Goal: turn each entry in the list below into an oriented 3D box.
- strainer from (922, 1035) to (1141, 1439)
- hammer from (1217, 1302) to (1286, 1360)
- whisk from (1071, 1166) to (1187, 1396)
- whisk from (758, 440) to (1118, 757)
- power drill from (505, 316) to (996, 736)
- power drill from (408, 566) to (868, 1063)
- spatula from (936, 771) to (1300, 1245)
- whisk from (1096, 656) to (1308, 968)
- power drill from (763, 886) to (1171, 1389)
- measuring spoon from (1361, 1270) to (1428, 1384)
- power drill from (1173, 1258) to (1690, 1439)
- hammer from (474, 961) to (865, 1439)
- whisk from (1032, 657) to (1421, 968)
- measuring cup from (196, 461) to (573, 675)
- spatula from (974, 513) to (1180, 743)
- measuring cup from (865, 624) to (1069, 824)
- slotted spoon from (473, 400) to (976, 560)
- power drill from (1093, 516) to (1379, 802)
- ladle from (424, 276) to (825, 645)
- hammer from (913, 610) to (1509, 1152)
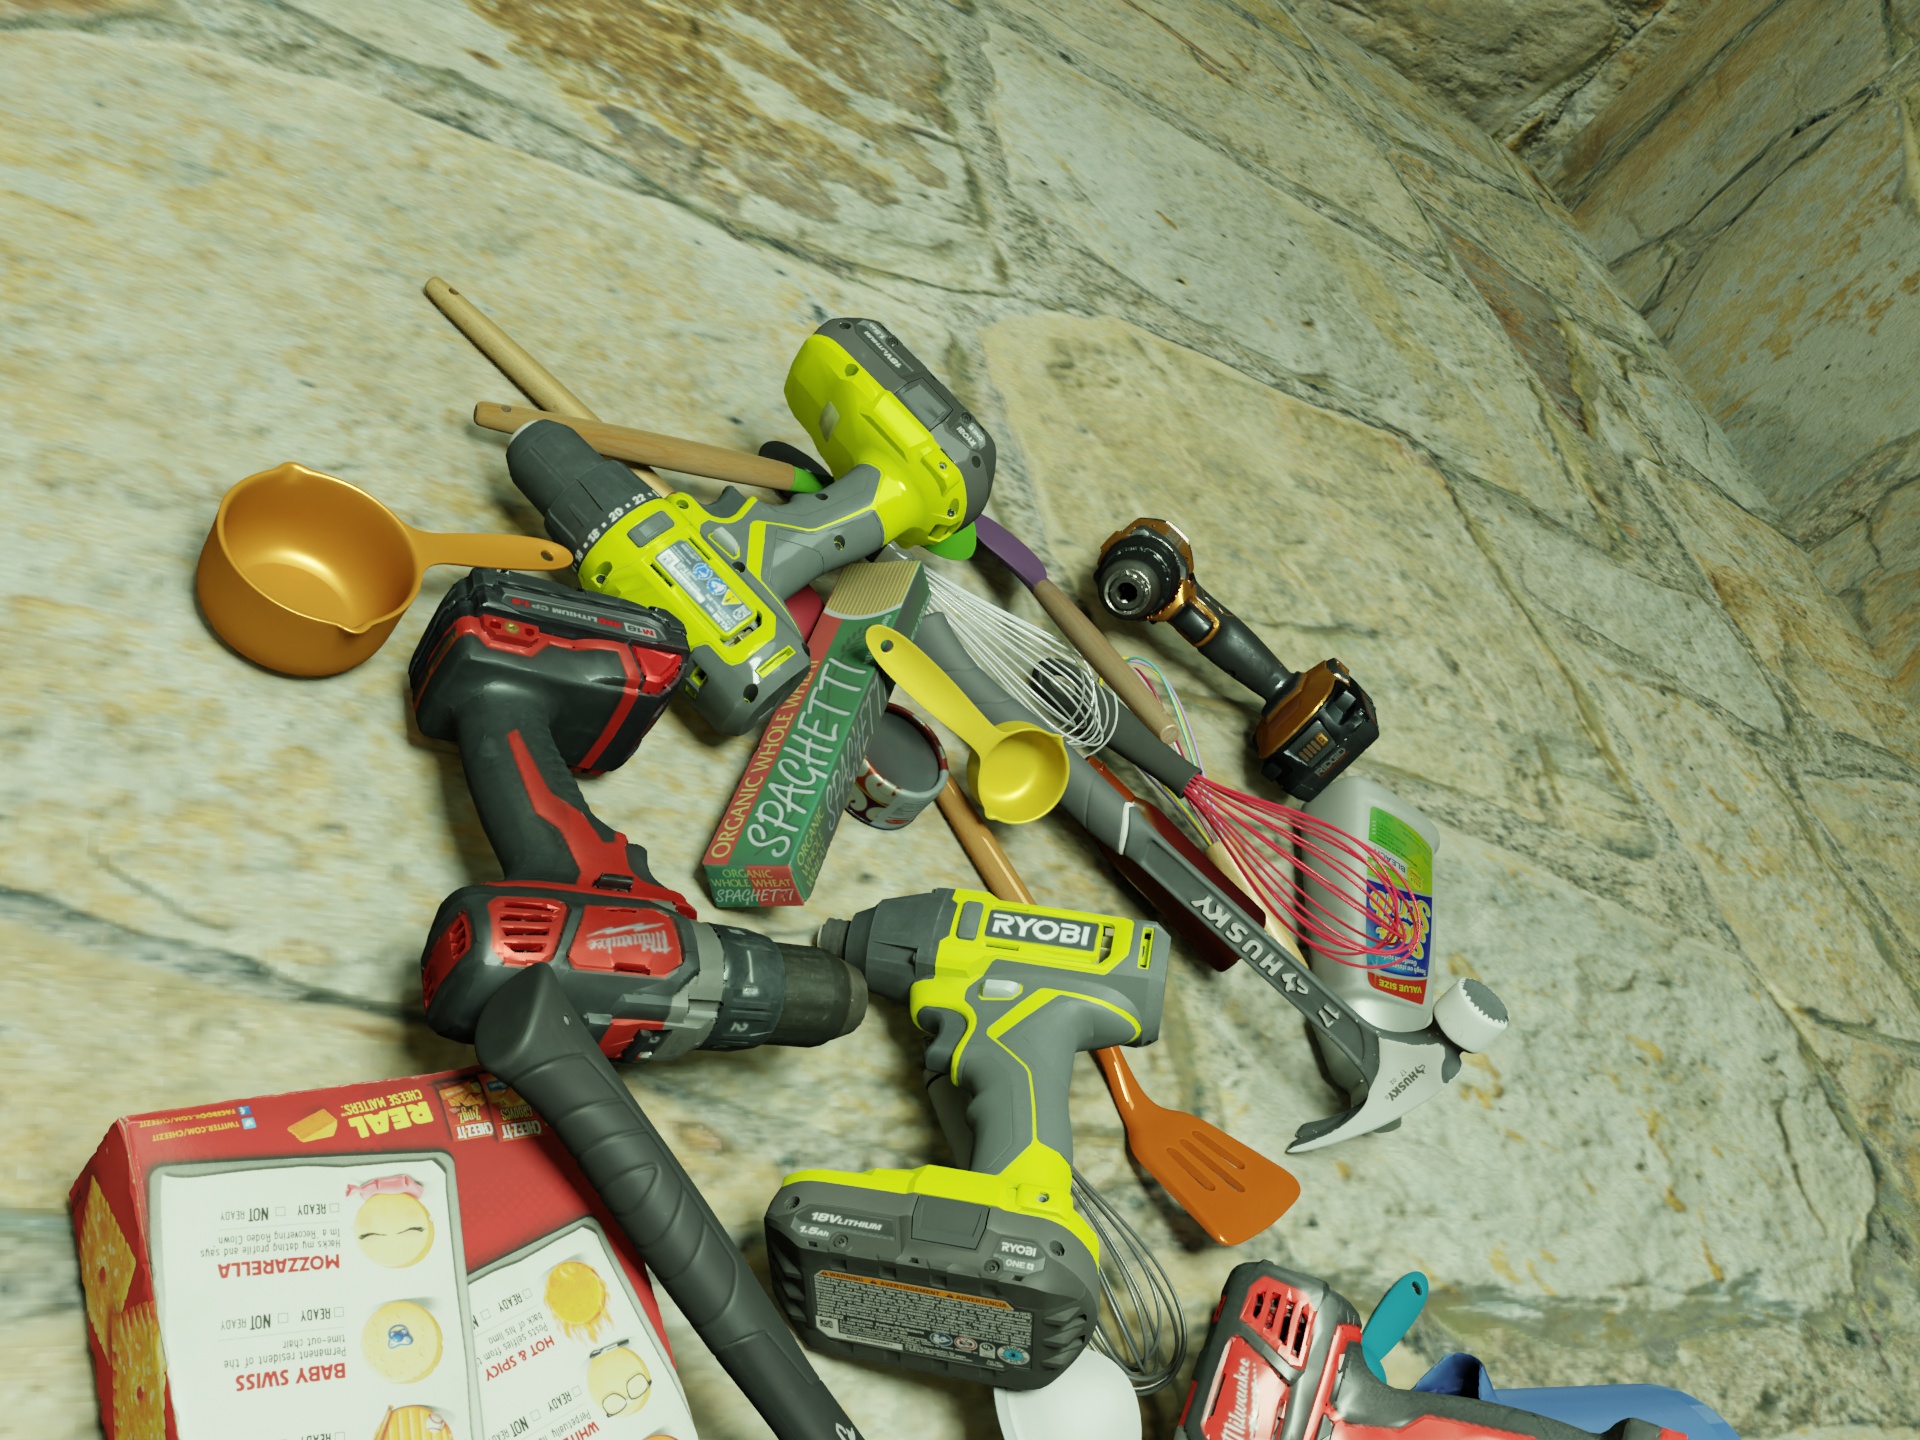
[{"bbox_3d":[0.027,0.245,0.710,0.086,0.050,0.259,29,26,-44],"label":"strainer"},{"bbox_3d":[0.093,0.382,0.669,0.127,0.034,0.337,41,36,-9],"label":"hammer"},{"bbox_3d":[0.043,0.210,0.777,0.055,0.055,0.239,3,50,-43],"label":"whisk"},{"bbox_3d":[-0.017,-0.080,0.990,0.284,0.070,0.070,41,36,3],"label":"whisk"},{"bbox_3d":[-0.109,-0.123,0.856,0.190,0.080,0.228,47,57,4],"label":"power drill"},{"bbox_3d":[-0.144,0.049,0.694,0.187,0.080,0.227,13,39,-36],"label":"power drill"},{"bbox_3d":[0.065,0.139,0.871,0.081,0.041,0.323,-13,64,-49],"label":"spatula"},{"bbox_3d":[0.162,0.060,1.042,0.047,0.051,0.245,-4,61,-53],"label":"whisk"},{"bbox_3d":[-0.002,0.169,0.713,0.171,0.080,0.223,7,38,9],"label":"power drill"},{"bbox_3d":[0.234,0.332,0.864,0.128,0.021,0.042,-22,72,-51],"label":"measuring spoon"},{"bbox_3d":[0.193,0.325,0.645,0.220,0.078,0.143,15,61,22],"label":"power drill"},{"bbox_3d":[-0.065,0.230,0.570,0.334,0.035,0.146,57,15,-6],"label":"hammer"},{"bbox_3d":[0.160,0.051,0.996,0.296,0.073,0.073,38,33,18],"label":"whisk"},{"bbox_3d":[-0.263,-0.065,0.737,0.173,0.052,0.095,-5,59,-49],"label":"measuring cup"},{"bbox_3d":[0.064,-0.070,1.000,0.059,0.018,0.316,20,21,-31],"label":"spatula"},{"bbox_3d":[-0.001,-0.003,0.877,0.156,0.062,0.029,44,-4,-26],"label":"measuring cup"},{"bbox_3d":[-0.122,-0.144,0.920,0.313,0.031,0.070,8,46,-29],"label":"slotted spoon"},{"bbox_3d":[0.184,-0.048,1.105,0.226,0.084,0.185,43,18,1],"label":"power drill"},{"bbox_3d":[-0.187,-0.143,0.910,0.315,0.031,0.069,43,35,-1],"label":"ladle"},{"bbox_3d":[0.109,0.080,0.924,0.409,0.149,0.036,42,29,11],"label":"hammer"}]
